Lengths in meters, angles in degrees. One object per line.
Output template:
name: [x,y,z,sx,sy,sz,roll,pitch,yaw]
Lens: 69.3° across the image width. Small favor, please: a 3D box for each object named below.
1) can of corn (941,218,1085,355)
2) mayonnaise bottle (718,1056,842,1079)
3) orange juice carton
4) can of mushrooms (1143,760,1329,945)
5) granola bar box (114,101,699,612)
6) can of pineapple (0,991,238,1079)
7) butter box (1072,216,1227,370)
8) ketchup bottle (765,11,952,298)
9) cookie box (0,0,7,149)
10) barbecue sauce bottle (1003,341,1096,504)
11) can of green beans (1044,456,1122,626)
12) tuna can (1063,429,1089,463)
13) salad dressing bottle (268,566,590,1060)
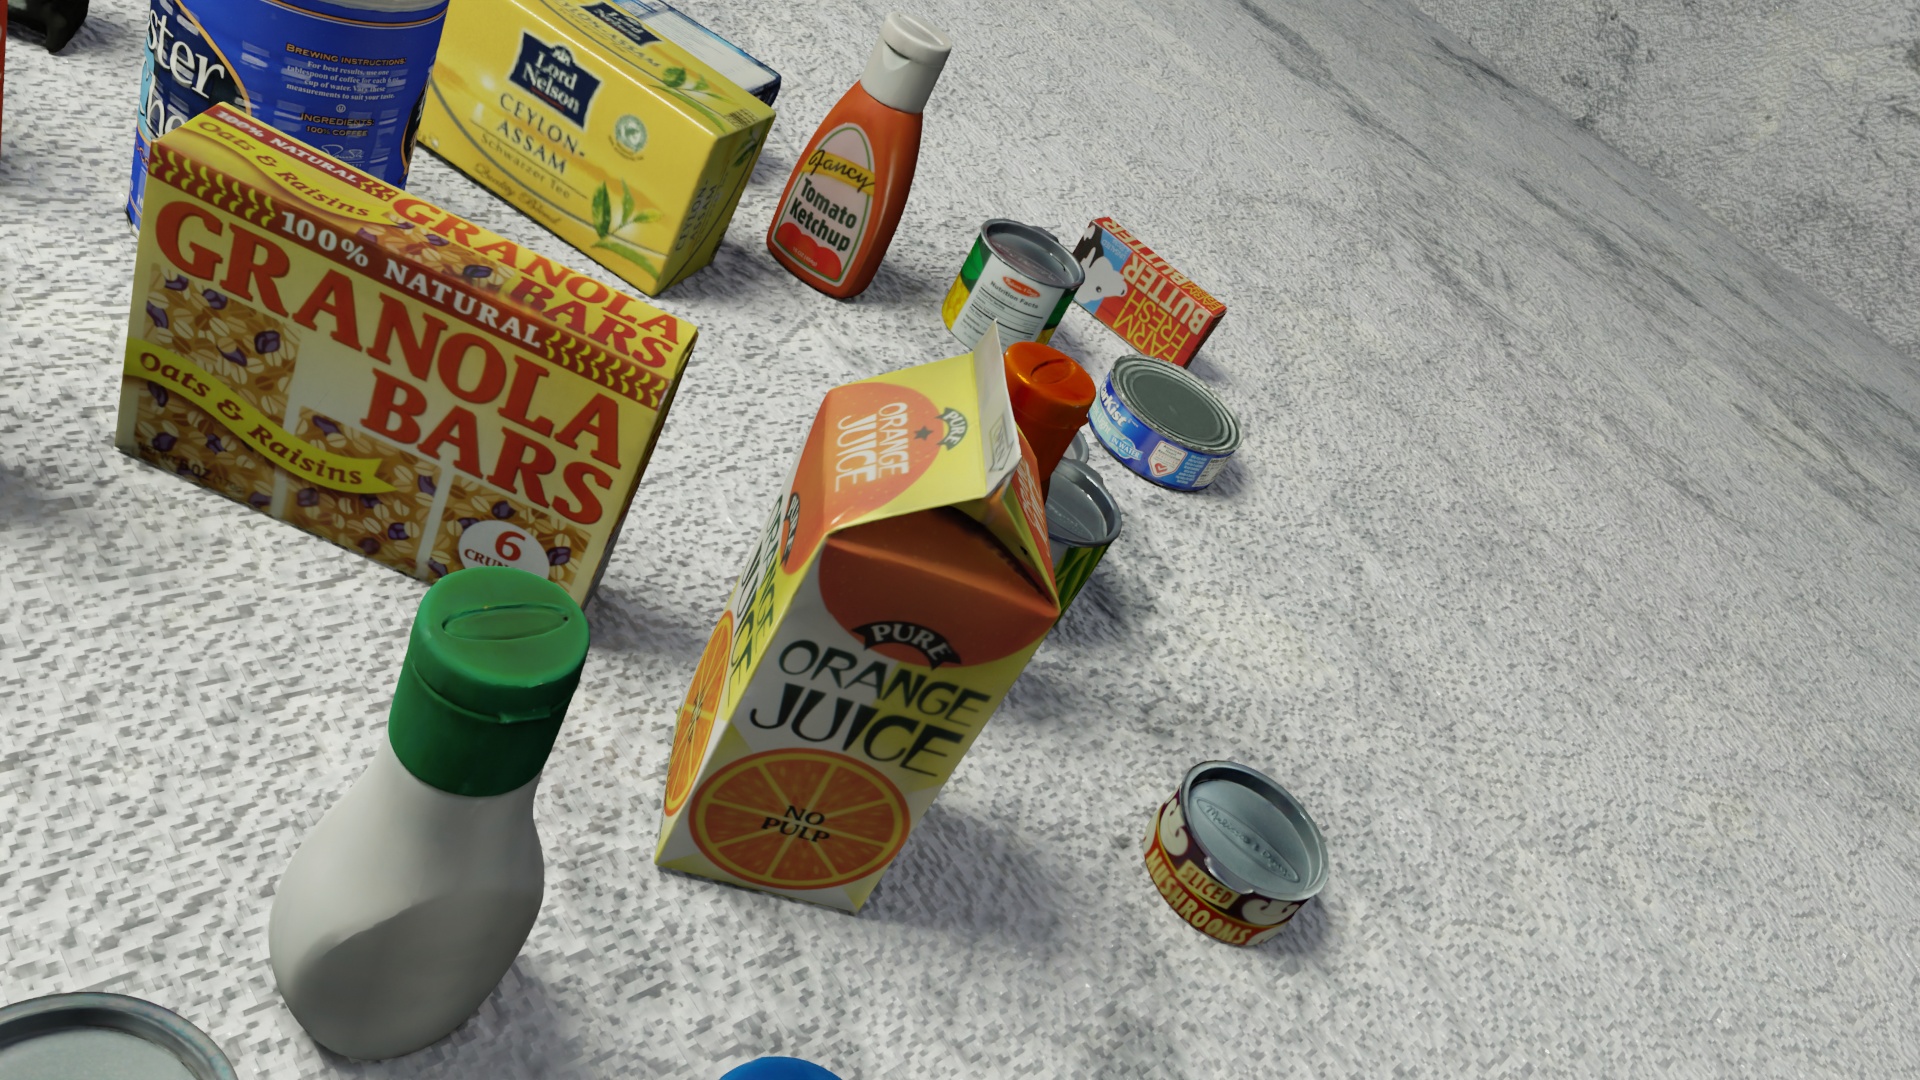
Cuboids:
can of corn: [0.030,-0.144,0.804,0.071,0.058,0.071,20,35,-15]
mayonnaise bottle: [-0.060,0.156,0.276,0.065,0.147,0.041,32,34,2]
orange juice carton: [-0.028,0.025,0.427,0.073,0.191,0.072,19,36,-17]
can of mushrooms: [0.106,0.123,0.544,0.071,0.033,0.071,20,36,-15]
granola bar box: [-0.186,-0.051,0.466,0.165,0.123,0.039,25,34,-8]
can of pineapple: [-0.188,0.138,0.283,0.071,0.057,0.071,20,35,-15]
butter box: [0.114,-0.155,0.885,0.103,0.052,0.024,41,35,15]
ketchup bottle: [-0.051,-0.205,0.741,0.065,0.148,0.044,37,34,9]
cookie box: [-0.336,-0.100,0.378,0.123,0.166,0.040,23,35,-12]
barbecue sauce bottle: [0.002,-0.007,0.528,0.044,0.147,0.065,41,35,14]
can of green beans: [0.030,0.000,0.621,0.071,0.057,0.071,20,35,-15]
tuna can: [0.029,-0.046,0.702,0.071,0.032,0.071,20,36,-15]
salad dressing bottle: [-0.126,0.069,0.337,0.064,0.147,0.044,-4,47,-40]
